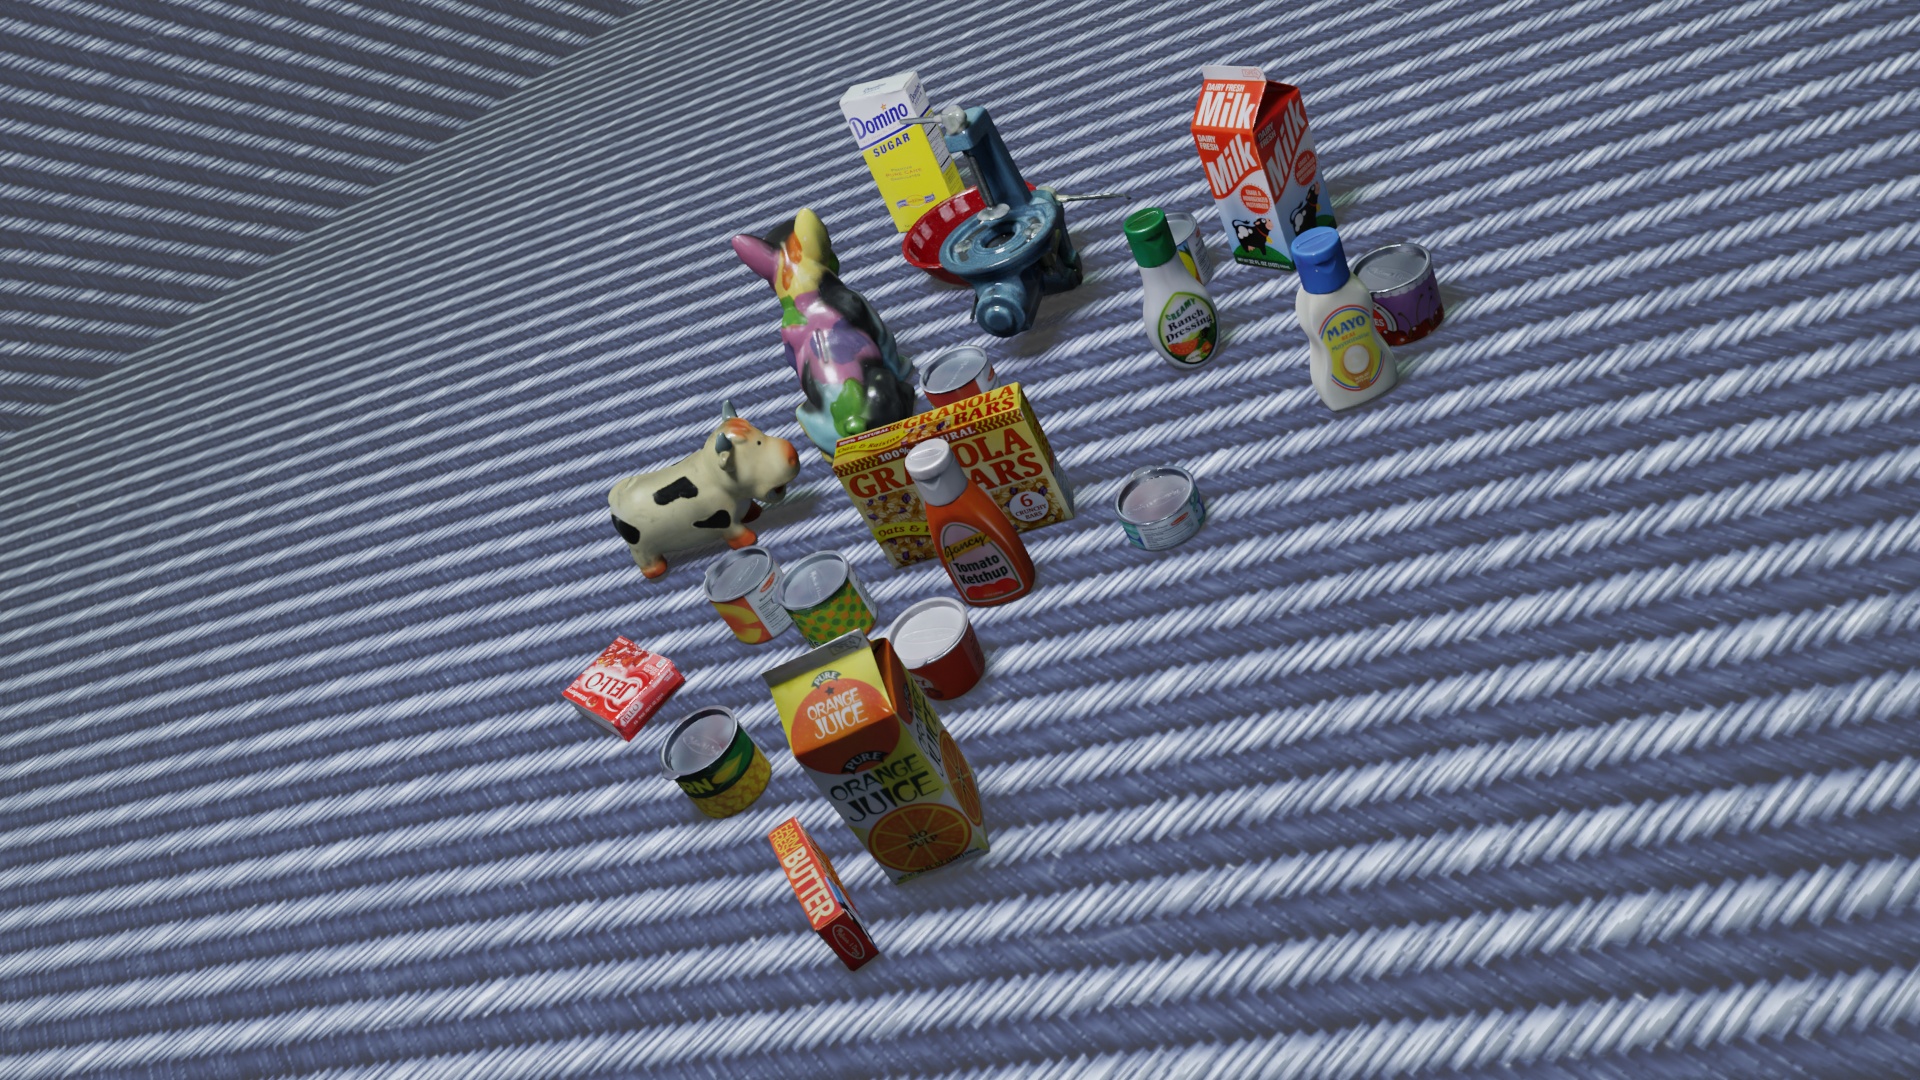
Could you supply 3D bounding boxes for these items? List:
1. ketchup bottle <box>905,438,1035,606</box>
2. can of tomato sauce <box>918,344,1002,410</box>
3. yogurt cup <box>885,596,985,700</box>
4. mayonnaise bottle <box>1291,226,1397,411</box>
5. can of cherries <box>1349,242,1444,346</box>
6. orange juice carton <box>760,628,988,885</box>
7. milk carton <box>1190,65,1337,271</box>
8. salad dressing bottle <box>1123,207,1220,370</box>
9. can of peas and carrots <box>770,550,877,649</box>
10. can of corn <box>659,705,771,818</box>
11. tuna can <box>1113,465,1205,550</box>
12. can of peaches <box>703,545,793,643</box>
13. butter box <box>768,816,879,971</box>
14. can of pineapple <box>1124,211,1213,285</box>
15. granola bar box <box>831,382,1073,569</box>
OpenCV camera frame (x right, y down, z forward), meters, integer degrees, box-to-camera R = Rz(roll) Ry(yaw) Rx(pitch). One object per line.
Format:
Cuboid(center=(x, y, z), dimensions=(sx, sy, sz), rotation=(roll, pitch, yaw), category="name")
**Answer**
Cuboid(center=(0.004, -0.014, 1.078), dimensions=(0.064, 0.148, 0.044), rotation=(-14, 39, 20), category="ketchup bottle")
Cuboid(center=(0.008, -0.125, 1.261), dimensions=(0.071, 0.082, 0.071), rotation=(-18, 38, 15), category="can of tomato sauce")
Cuboid(center=(-0.016, 0.084, 1.055), dimensions=(0.072, 0.053, 0.073), rotation=(-18, 38, 15), category="yogurt cup")
Cuboid(center=(0.291, -0.171, 1.073), dimensions=(0.065, 0.147, 0.041), rotation=(-24, 37, 7), category="mayonnaise bottle")
Cuboid(center=(0.356, -0.200, 1.140), dimensions=(0.071, 0.058, 0.072), rotation=(-18, 38, 15), category="can of cherries")
Cuboid(center=(-0.054, 0.134, 0.906), dimensions=(0.072, 0.192, 0.073), rotation=(-23, 37, 9), category="orange juice carton")
Cuboid(center=(0.271, -0.343, 1.254), dimensions=(0.074, 0.189, 0.072), rotation=(-45, 39, -20), category="milk carton")
Cuboid(center=(0.181, -0.217, 1.201), dimensions=(0.064, 0.147, 0.044), rotation=(-27, 36, 3), category="salad dressing bottle")
Cuboid(center=(-0.112, 0.053, 1.152), dimensions=(0.071, 0.058, 0.071), rotation=(-18, 38, 15), category="can of peas and carrots")
Cuboid(center=(-0.188, 0.172, 1.063), dimensions=(0.071, 0.058, 0.071), rotation=(-18, 38, 15), category="can of corn")
Cuboid(center=(0.156, -0.027, 1.090), dimensions=(0.071, 0.032, 0.071), rotation=(-18, 38, 15), category="tuna can")
Cuboid(center=(-0.181, 0.047, 1.205), dimensions=(0.071, 0.058, 0.071), rotation=(-18, 38, 15), category="can of peaches")
Cuboid(center=(-0.093, 0.235, 0.929), dimensions=(0.024, 0.053, 0.104), rotation=(-35, 37, -6), category="butter box")
Cuboid(center=(0.200, -0.271, 1.327), dimensions=(0.071, 0.057, 0.071), rotation=(-18, 38, 15), category="can of pineapple")
Cuboid(center=(-0.004, -0.051, 1.148), dimensions=(0.165, 0.123, 0.039), rotation=(-16, 39, 17), category="granola bar box")
